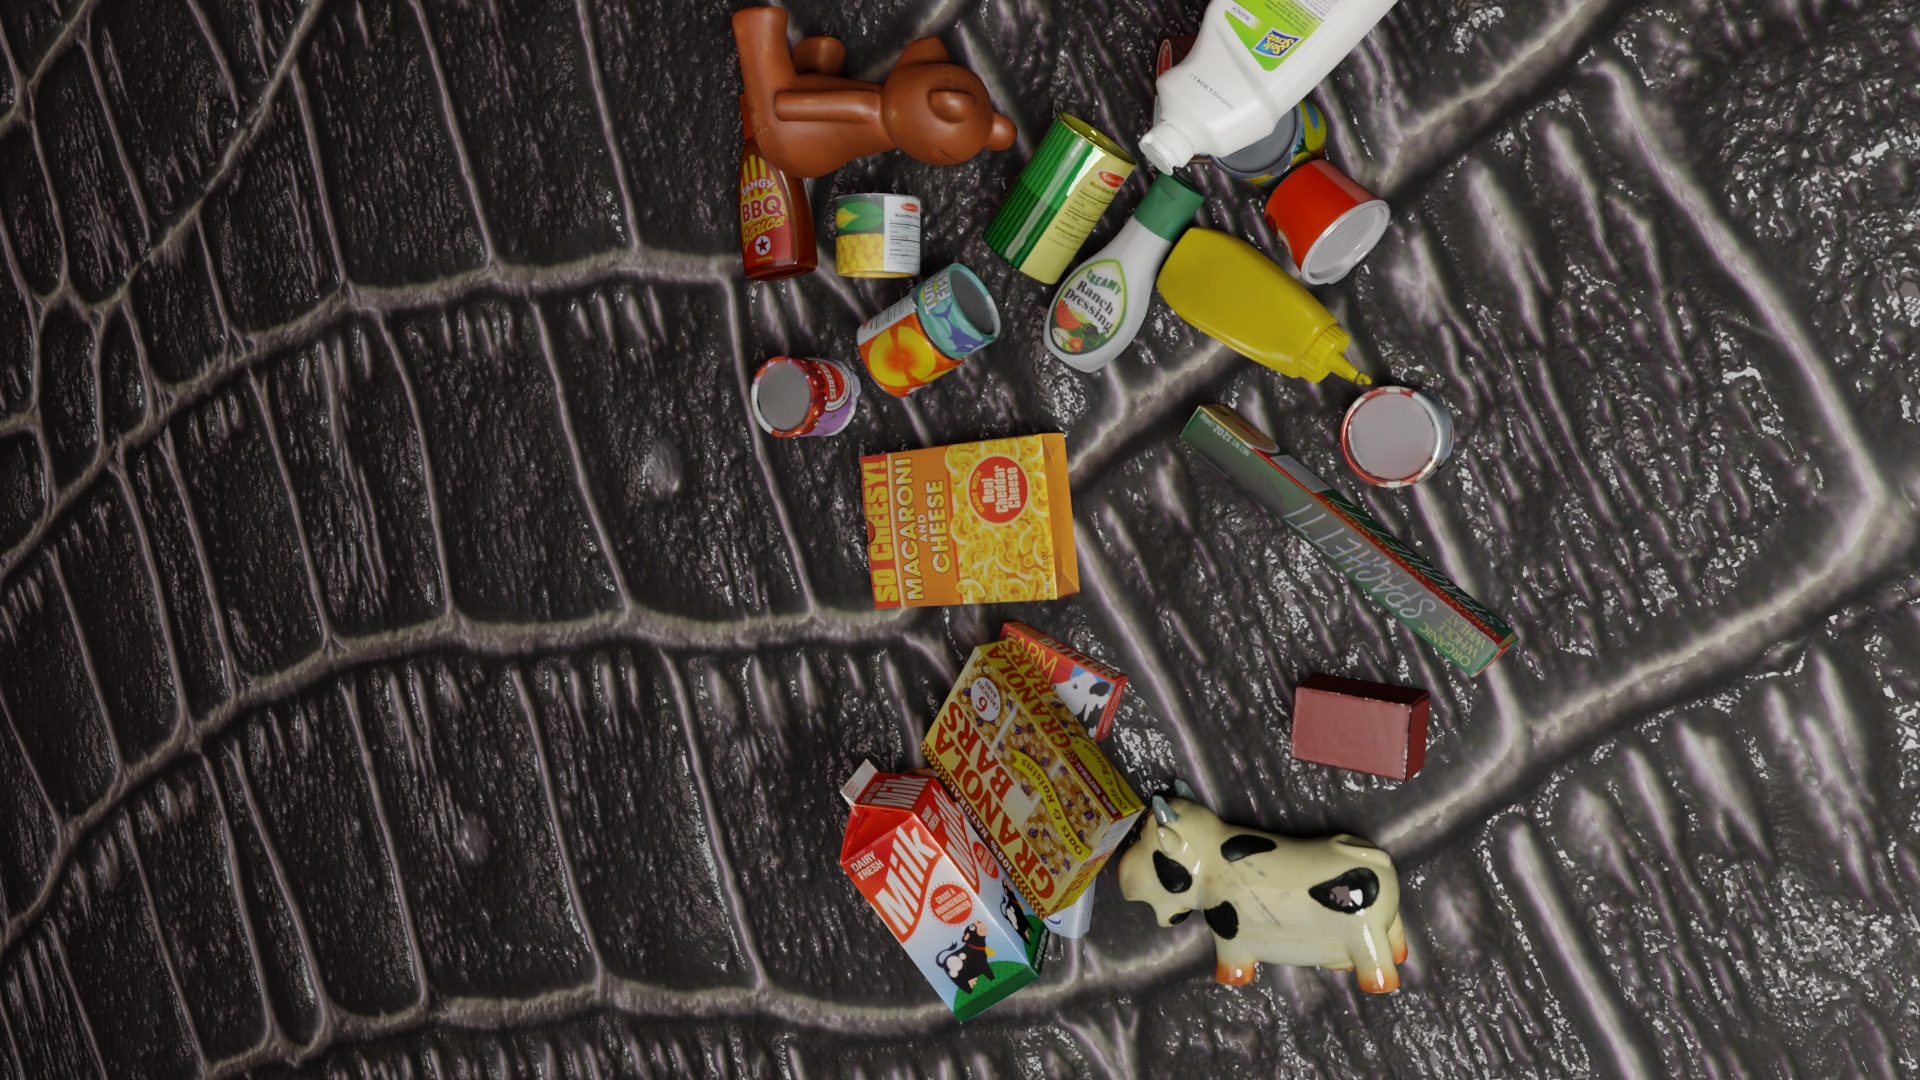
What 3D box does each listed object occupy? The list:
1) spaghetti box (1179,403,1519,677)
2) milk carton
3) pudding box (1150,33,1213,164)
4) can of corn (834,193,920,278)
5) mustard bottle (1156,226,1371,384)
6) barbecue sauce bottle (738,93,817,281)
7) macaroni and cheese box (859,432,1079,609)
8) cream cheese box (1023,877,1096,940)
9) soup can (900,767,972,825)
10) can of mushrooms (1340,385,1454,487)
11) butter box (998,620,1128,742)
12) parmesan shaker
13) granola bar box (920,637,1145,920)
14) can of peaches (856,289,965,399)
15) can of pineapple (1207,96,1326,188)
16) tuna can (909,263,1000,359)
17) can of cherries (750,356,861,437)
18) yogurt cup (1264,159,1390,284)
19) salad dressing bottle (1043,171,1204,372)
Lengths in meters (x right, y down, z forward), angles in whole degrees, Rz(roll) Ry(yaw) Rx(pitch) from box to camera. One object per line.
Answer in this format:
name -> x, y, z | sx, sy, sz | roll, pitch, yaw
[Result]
spaghetti box -> 0.251, -0.005, 0.912 | 0.250, 0.050, 0.028 | 43, 116, 21
milk carton -> -0.022, 0.247, 1.021 | 0.073, 0.072, 0.190 | -36, 92, 15
pudding box -> 0.160, -0.302, 0.953 | 0.049, 0.030, 0.083 | 7, 98, 32
can of corn -> -0.066, -0.235, 1.076 | 0.071, 0.071, 0.058 | 4, 97, 31
mustard bottle -> 0.207, -0.147, 0.927 | 0.160, 0.049, 0.065 | 41, 114, 21
barbecue sauce bottle -> -0.155, -0.291, 1.138 | 0.065, 0.044, 0.148 | -6, 91, 33
macaroni and cheese box -> 0.004, -0.013, 1.068 | 0.166, 0.040, 0.123 | -5, 91, 31
cream cheese box -> 0.077, 0.245, 1.055 | 0.053, 0.024, 0.103 | 13, 101, 31
soup can -> -0.028, 0.229, 1.093 | 0.071, 0.071, 0.083 | 20, 104, 29
can of mushrooms -> 0.280, -0.067, 0.899 | 0.071, 0.033, 0.071 | 4, 97, 31
butter box -> 0.070, 0.105, 1.047 | 0.103, 0.024, 0.053 | 27, 109, 27
parmesan shaker -> 0.067, -0.244, 0.990 | 0.071, 0.071, 0.102 | 45, 115, 20
granola bar box -> 0.048, 0.172, 1.015 | 0.166, 0.039, 0.123 | 52, 134, 29
can of peaches -> -0.035, -0.150, 1.066 | 0.058, 0.071, 0.071 | -28, 80, 30
can of pineapple -> 0.201, -0.266, 0.914 | 0.071, 0.058, 0.071 | 3, 97, 31
tuna can -> -0.003, -0.173, 1.040 | 0.032, 0.071, 0.071 | -27, 80, 29
can of cherries -> -0.125, -0.118, 1.127 | 0.071, 0.058, 0.071 | 3, 97, 32
yogurt cup -> 0.234, -0.208, 0.897 | 0.072, 0.072, 0.054 | -47, 63, 26
salad dressing bottle -> 0.116, -0.190, 0.982 | 0.064, 0.044, 0.147 | 43, 114, 20
